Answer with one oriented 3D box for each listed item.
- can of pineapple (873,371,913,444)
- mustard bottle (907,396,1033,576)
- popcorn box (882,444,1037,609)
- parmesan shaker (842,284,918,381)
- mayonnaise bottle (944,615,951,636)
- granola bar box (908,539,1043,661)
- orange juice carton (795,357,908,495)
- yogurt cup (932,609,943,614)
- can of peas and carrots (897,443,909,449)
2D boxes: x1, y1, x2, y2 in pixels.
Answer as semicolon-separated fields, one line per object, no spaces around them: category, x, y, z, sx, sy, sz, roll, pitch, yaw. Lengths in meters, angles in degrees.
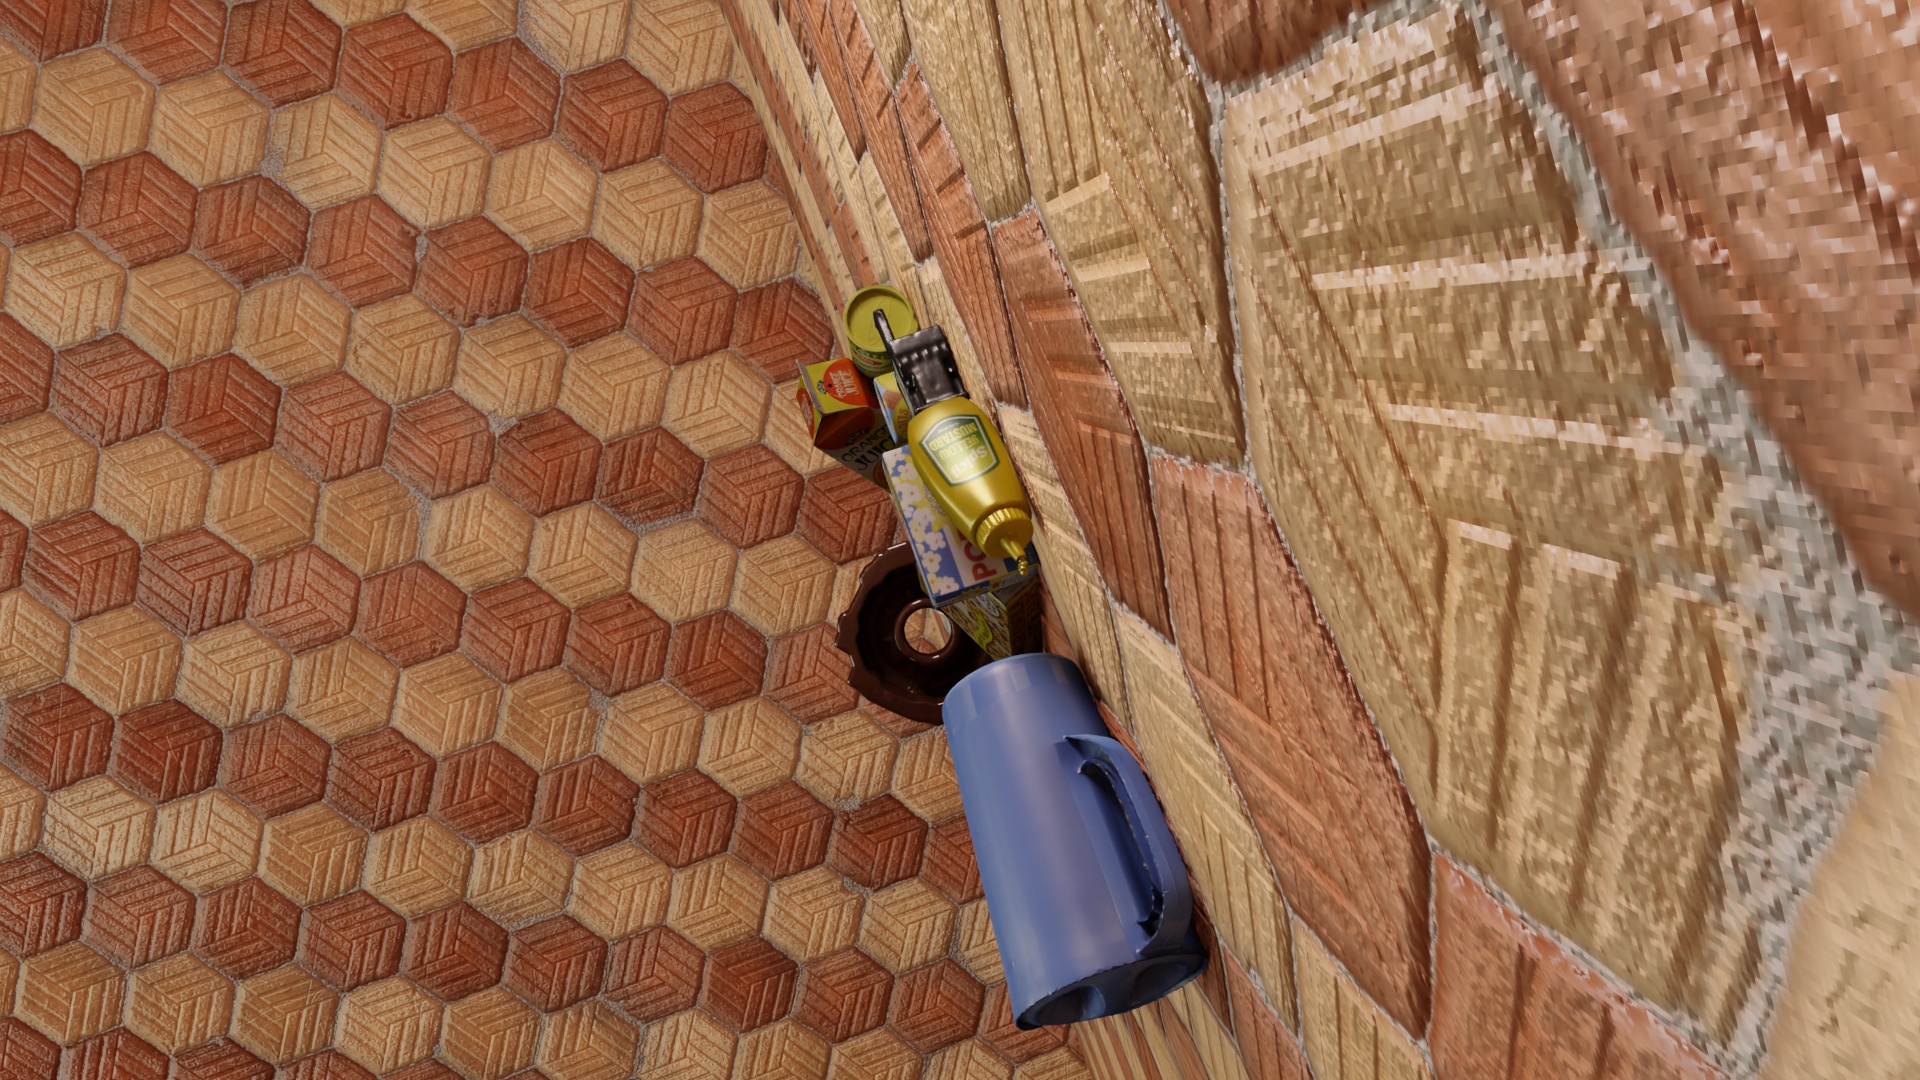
can of pineapple;-0.042;-0.127;1.281;0.071;0.058;0.071;164;86;-85
mustard bottle;0.015;-0.035;0.984;0.161;0.065;0.048;59;175;39
popcorn box;-0.001;-0.020;1.070;0.038;0.085;0.127;89;161;-72
parmesan shaker;-0.074;-0.196;1.340;0.103;0.071;0.071;92;158;-79
mayonnaise bottle;0.002;0.028;1.398;0.041;0.065;0.148;-166;60;-85
granola bar box;0.013;0.036;1.167;0.124;0.039;0.165;43;165;21
orange juice carton;-0.100;-0.121;1.425;0.192;0.073;0.072;32;-151;-51
yogurt cup;-0.003;0.043;1.510;0.072;0.072;0.053;-121;20;-67
can of peas and carrots;-0.026;-0.065;1.321;0.071;0.071;0.059;113;137;-83
